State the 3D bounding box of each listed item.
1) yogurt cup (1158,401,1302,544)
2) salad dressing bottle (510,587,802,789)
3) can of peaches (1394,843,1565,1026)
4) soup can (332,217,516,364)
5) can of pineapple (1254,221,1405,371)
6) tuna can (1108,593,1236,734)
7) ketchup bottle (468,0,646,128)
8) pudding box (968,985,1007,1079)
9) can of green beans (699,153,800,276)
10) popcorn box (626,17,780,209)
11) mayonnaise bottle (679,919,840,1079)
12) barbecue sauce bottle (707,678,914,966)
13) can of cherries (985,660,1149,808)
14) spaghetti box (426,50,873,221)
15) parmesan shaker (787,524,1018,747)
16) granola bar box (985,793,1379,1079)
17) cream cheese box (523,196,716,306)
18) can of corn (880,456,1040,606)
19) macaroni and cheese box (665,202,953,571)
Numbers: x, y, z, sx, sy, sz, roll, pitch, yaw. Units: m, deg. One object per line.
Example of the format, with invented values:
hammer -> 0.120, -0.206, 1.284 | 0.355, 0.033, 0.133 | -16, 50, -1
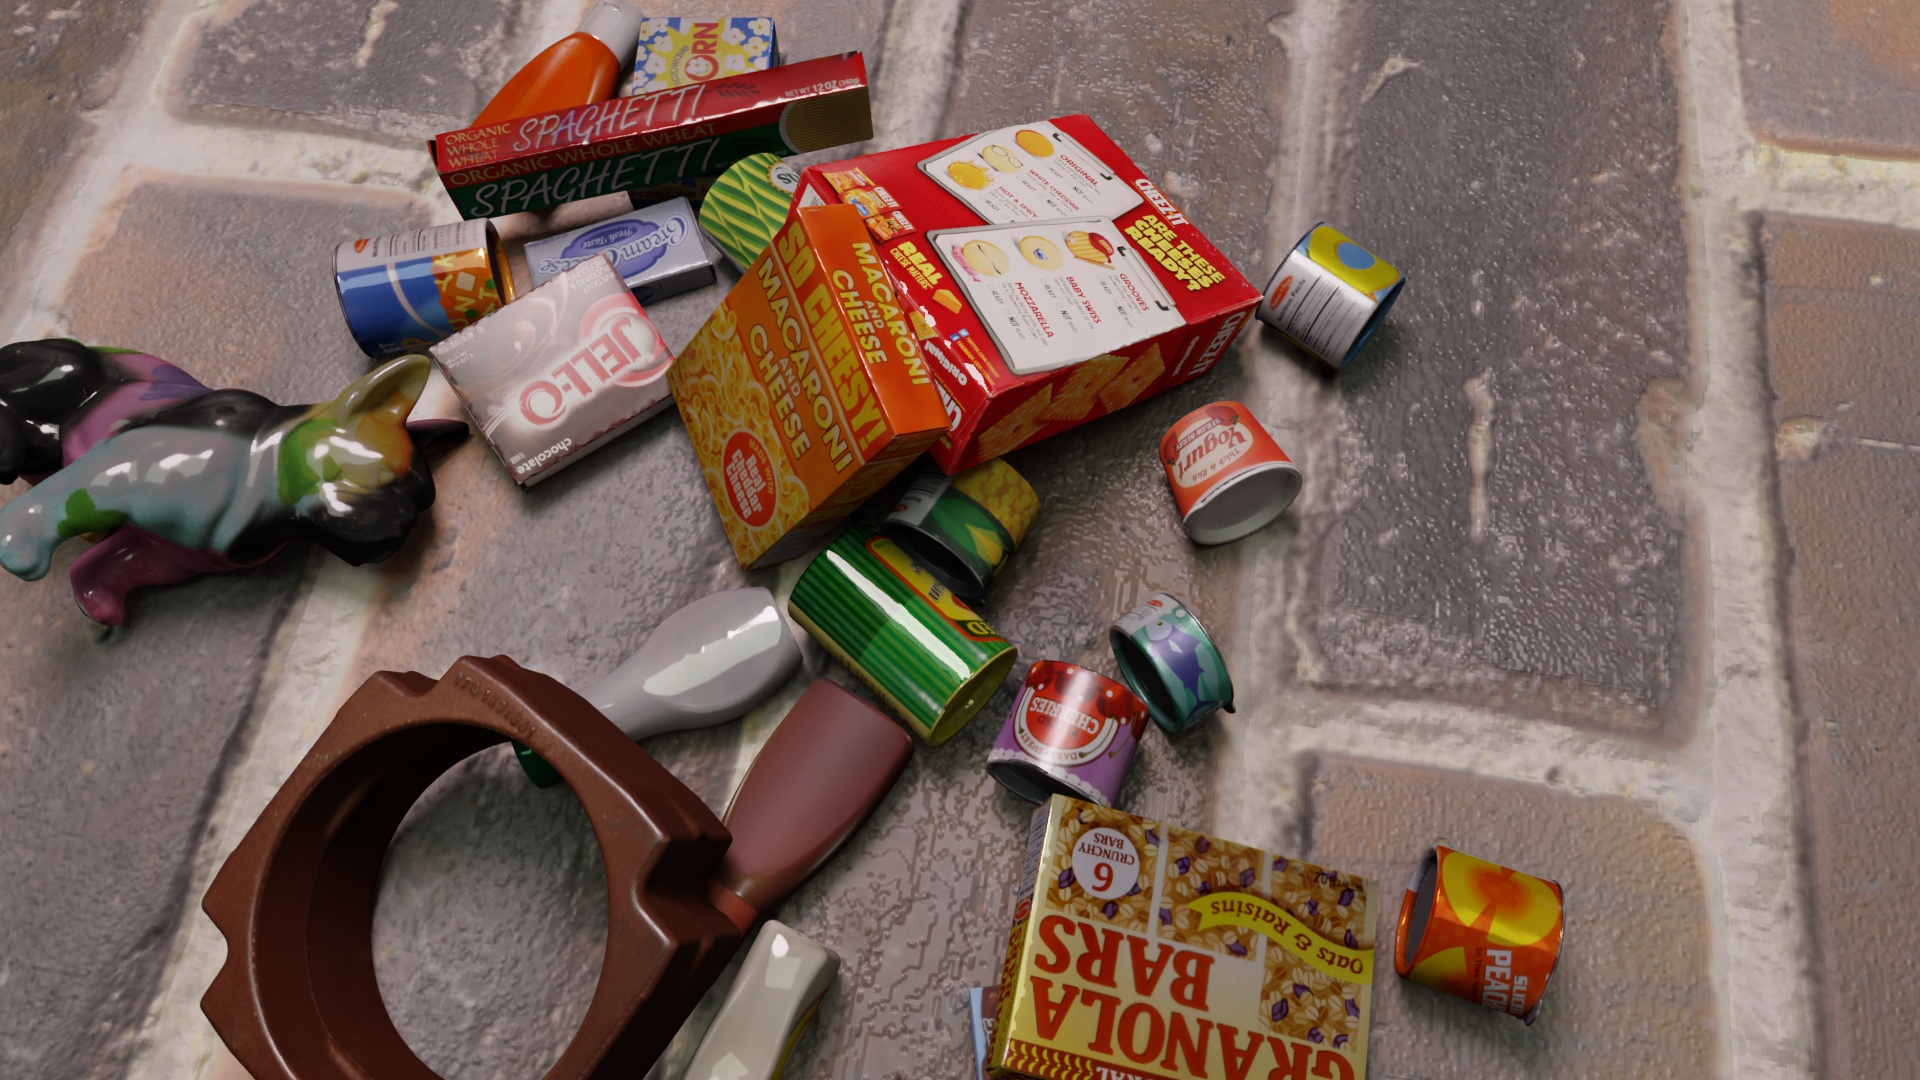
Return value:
yogurt cup -> 0.143, -0.038, 0.752 | 0.072, 0.072, 0.054 | -20, 60, -8
salad dressing bottle -> -0.156, 0.077, 0.714 | 0.148, 0.044, 0.064 | -27, 71, -9
can of peaches -> 0.241, 0.184, 0.650 | 0.058, 0.071, 0.071 | 18, 68, 9
soup can -> -0.306, -0.144, 0.802 | 0.084, 0.071, 0.071 | -12, 67, -6
can of pineapple -> 0.212, -0.140, 0.795 | 0.058, 0.070, 0.071 | 38, 72, 15
tuna can -> 0.107, 0.065, 0.705 | 0.033, 0.070, 0.071 | -30, 70, -11
ketchup bottle -> -0.249, -0.279, 0.871 | 0.065, 0.043, 0.149 | 24, 68, 10
pudding box -> 0.032, 0.248, 0.643 | 0.050, 0.030, 0.084 | -5, 66, -1
can of green beans -> -0.110, -0.184, 0.816 | 0.071, 0.071, 0.058 | -39, 71, -15
popcorn box -> -0.160, -0.268, 0.868 | 0.085, 0.038, 0.127 | 1, 66, 0
mayonnaise bottle -> -0.105, 0.248, 0.629 | 0.041, 0.064, 0.148 | 26, 73, 7
barbecue sauce bottle -> -0.089, 0.143, 0.684 | 0.065, 0.043, 0.149 | 32, 71, 17
can of cherries -> 0.053, 0.099, 0.687 | 0.071, 0.071, 0.058 | 22, 68, 10
spaghetti box -> -0.175, -0.233, 0.804 | 0.250, 0.050, 0.029 | -13, 68, -5
parmesan shaker -> -0.031, 0.047, 0.710 | 0.103, 0.071, 0.071 | 41, 73, 16
granola bar box -> 0.104, 0.199, 0.639 | 0.166, 0.039, 0.125 | 16, 64, -7
cream cheese box -> -0.204, -0.165, 0.830 | 0.104, 0.024, 0.053 | -19, 69, -8
can of corn -> 0.003, -0.009, 0.739 | 0.071, 0.071, 0.058 | 31, 70, 13
macaroni and cheese box -> -0.082, -0.073, 0.705 | 0.040, 0.165, 0.124 | -14, 76, -39
